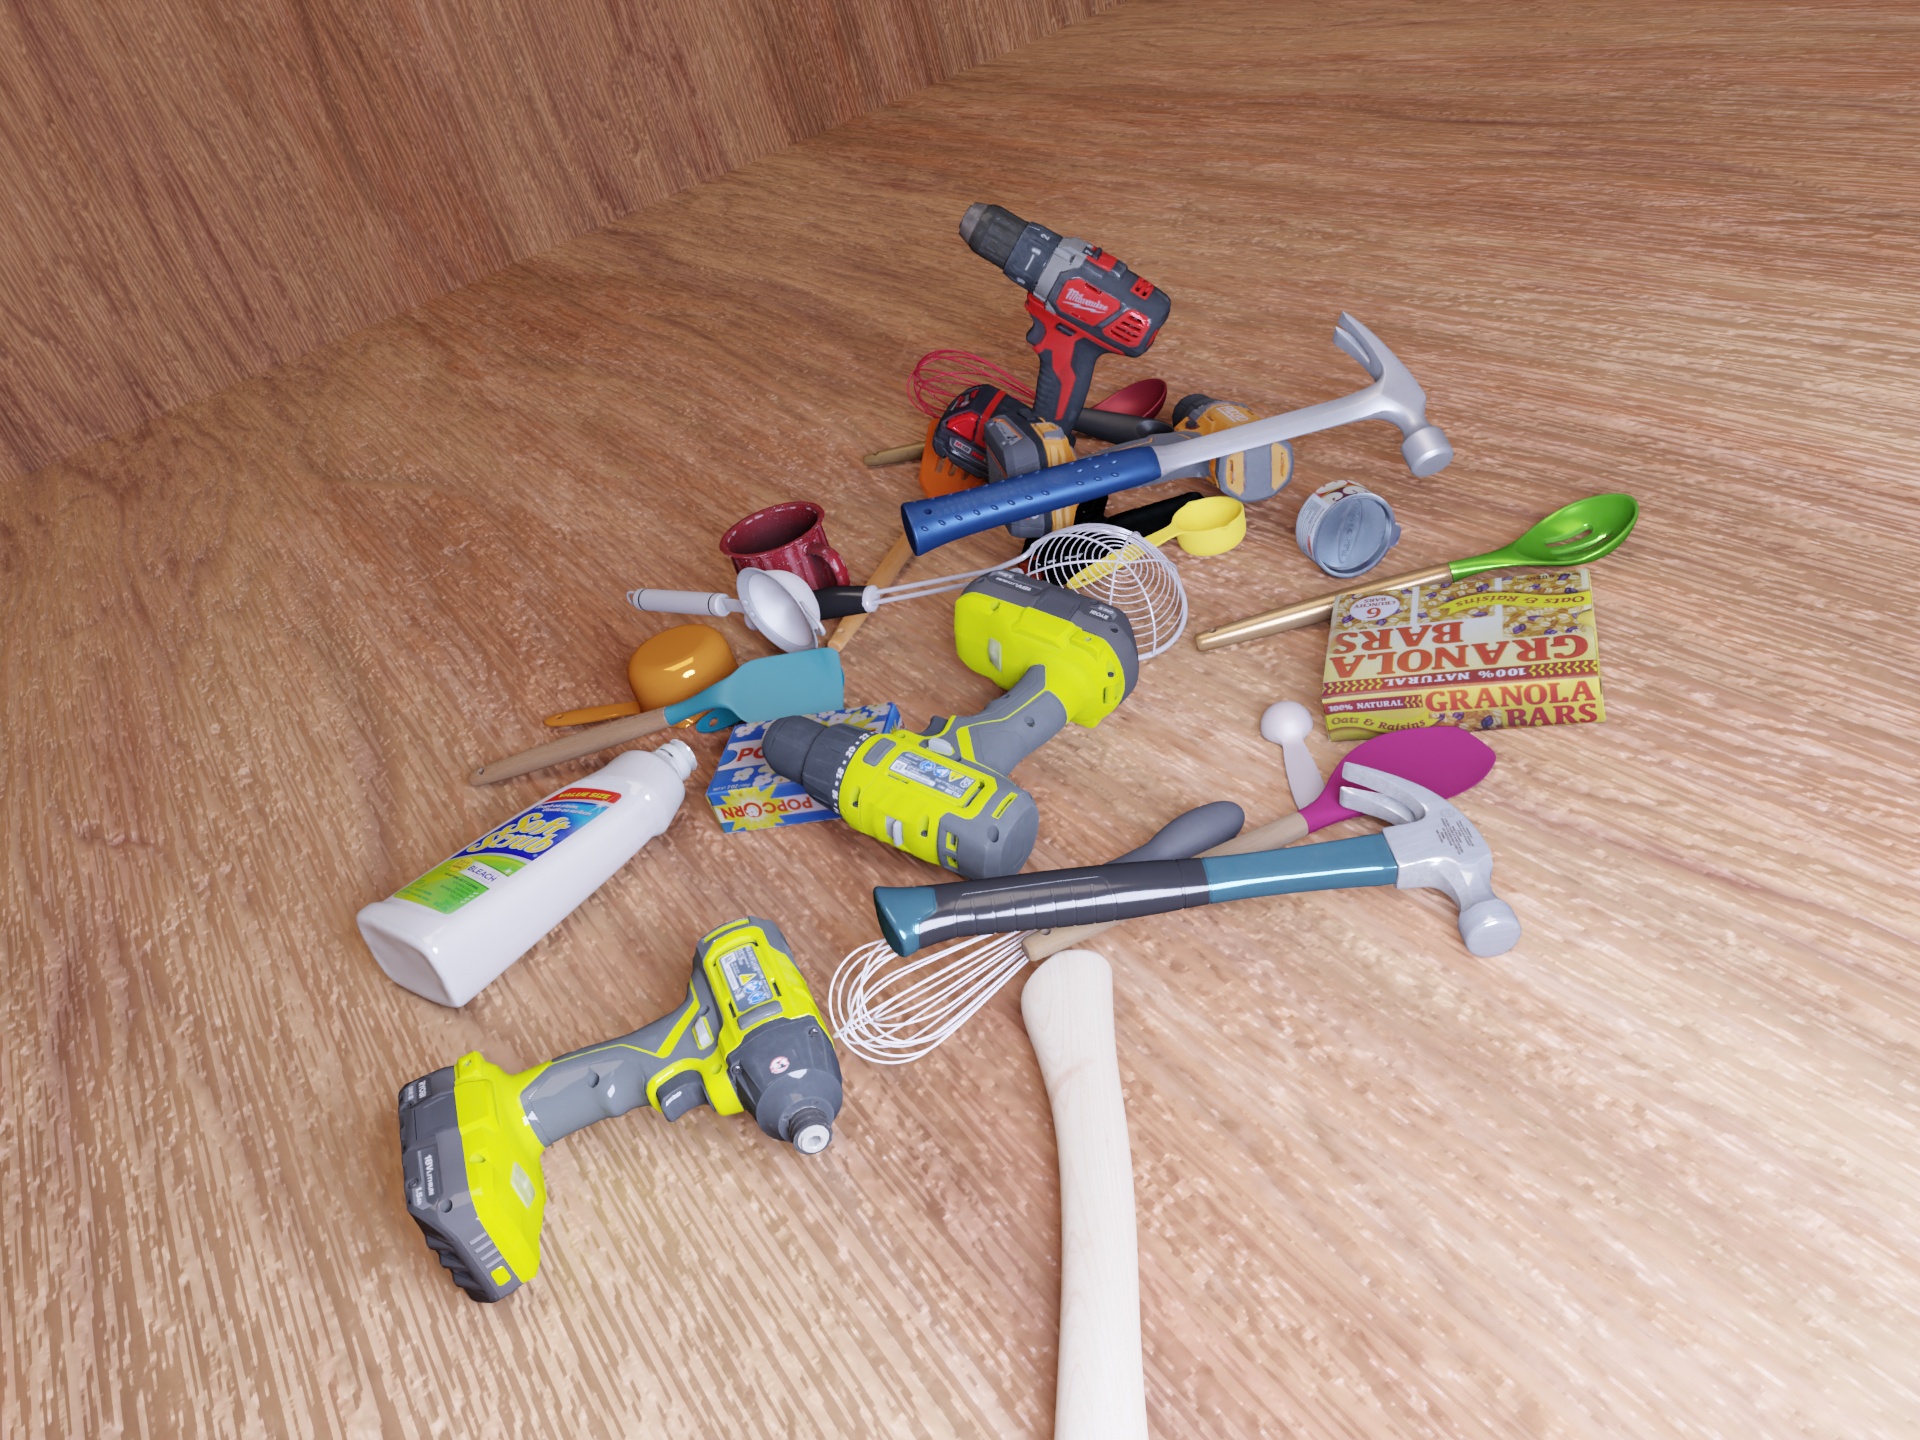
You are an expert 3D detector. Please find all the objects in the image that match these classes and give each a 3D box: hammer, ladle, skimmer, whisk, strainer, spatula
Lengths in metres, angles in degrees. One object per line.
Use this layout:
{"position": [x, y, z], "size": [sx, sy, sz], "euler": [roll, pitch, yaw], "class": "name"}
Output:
{"position": [0.152, -0.199, 1.181], "size": [0.405, 0.035, 0.144], "euler": [-16, 65, -9], "class": "hammer"}
{"position": [0.050, -0.278, 1.536], "size": [0.315, 0.031, 0.069], "euler": [-7, 43, 21], "class": "ladle"}
{"position": [0.071, 0.247, 0.709], "size": [0.146, 0.038, 0.411], "euler": [-11, 32, 9], "class": "hammer"}
{"position": [-0.006, -0.083, 1.242], "size": [0.363, 0.090, 0.127], "euler": [-7, 47, 31], "class": "skimmer"}
{"position": [0.074, -0.291, 1.481], "size": [0.296, 0.073, 0.073], "euler": [20, 47, 27], "class": "whisk"}
{"position": [-0.189, -0.096, 1.291], "size": [0.258, 0.086, 0.050], "euler": [7, 44, 40], "class": "strainer"}
{"position": [0.118, 0.089, 0.858], "size": [0.331, 0.033, 0.128], "euler": [-7, 41, -2], "class": "hammer"}
{"position": [-0.243, 0.010, 1.236], "size": [0.317, 0.044, 0.082], "euler": [-16, 57, 17], "class": "spatula"}
{"position": [-0.046, -0.165, 1.396], "size": [0.081, 0.041, 0.323], "euler": [17, 44, 12], "class": "spatula"}
{"position": [0.051, 0.112, 0.910], "size": [0.284, 0.070, 0.070], "euler": [-26, 32, -21], "class": "whisk"}

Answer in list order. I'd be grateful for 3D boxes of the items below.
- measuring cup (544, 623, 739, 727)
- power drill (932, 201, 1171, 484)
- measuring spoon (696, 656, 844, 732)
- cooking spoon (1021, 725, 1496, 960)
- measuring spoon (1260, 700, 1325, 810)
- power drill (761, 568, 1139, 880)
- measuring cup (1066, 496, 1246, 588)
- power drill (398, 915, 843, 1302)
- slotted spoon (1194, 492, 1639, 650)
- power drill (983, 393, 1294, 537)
{"position": [-0.266, -0.032, 1.294], "size": [0.173, 0.052, 0.095], "euler": [-11, 32, 9], "class": "measuring cup"}
{"position": [0.053, -0.319, 1.369], "size": [0.188, 0.226, 0.080], "euler": [30, 42, -2], "class": "power drill"}
{"position": [-0.146, -0.012, 1.241], "size": [0.128, 0.021, 0.042], "euler": [-20, 56, 13], "class": "measuring spoon"}
{"position": [0.175, 0.069, 0.916], "size": [0.319, 0.017, 0.069], "euler": [-22, 39, -19], "class": "cooking spoon"}
{"position": [0.212, 0.023, 0.997], "size": [0.034, 0.018, 0.124], "euler": [-14, 33, 7], "class": "measuring spoon"}
{"position": [-0.002, -0.003, 1.060], "size": [0.191, 0.080, 0.228], "euler": [22, 48, 24], "class": "power drill"}
{"position": [0.155, -0.131, 1.256], "size": [0.156, 0.029, 0.062], "euler": [-27, 32, -9], "class": "measuring cup"}
{"position": [-0.176, 0.207, 0.851], "size": [0.223, 0.080, 0.171], "euler": [-25, 32, -9], "class": "power drill"}
{"position": [0.318, -0.097, 1.120], "size": [0.314, 0.031, 0.070], "euler": [-16, 32, 8], "class": "slotted spoon"}
{"position": [0.136, -0.219, 1.295], "size": [0.226, 0.084, 0.185], "euler": [-9, 26, -5], "class": "power drill"}
